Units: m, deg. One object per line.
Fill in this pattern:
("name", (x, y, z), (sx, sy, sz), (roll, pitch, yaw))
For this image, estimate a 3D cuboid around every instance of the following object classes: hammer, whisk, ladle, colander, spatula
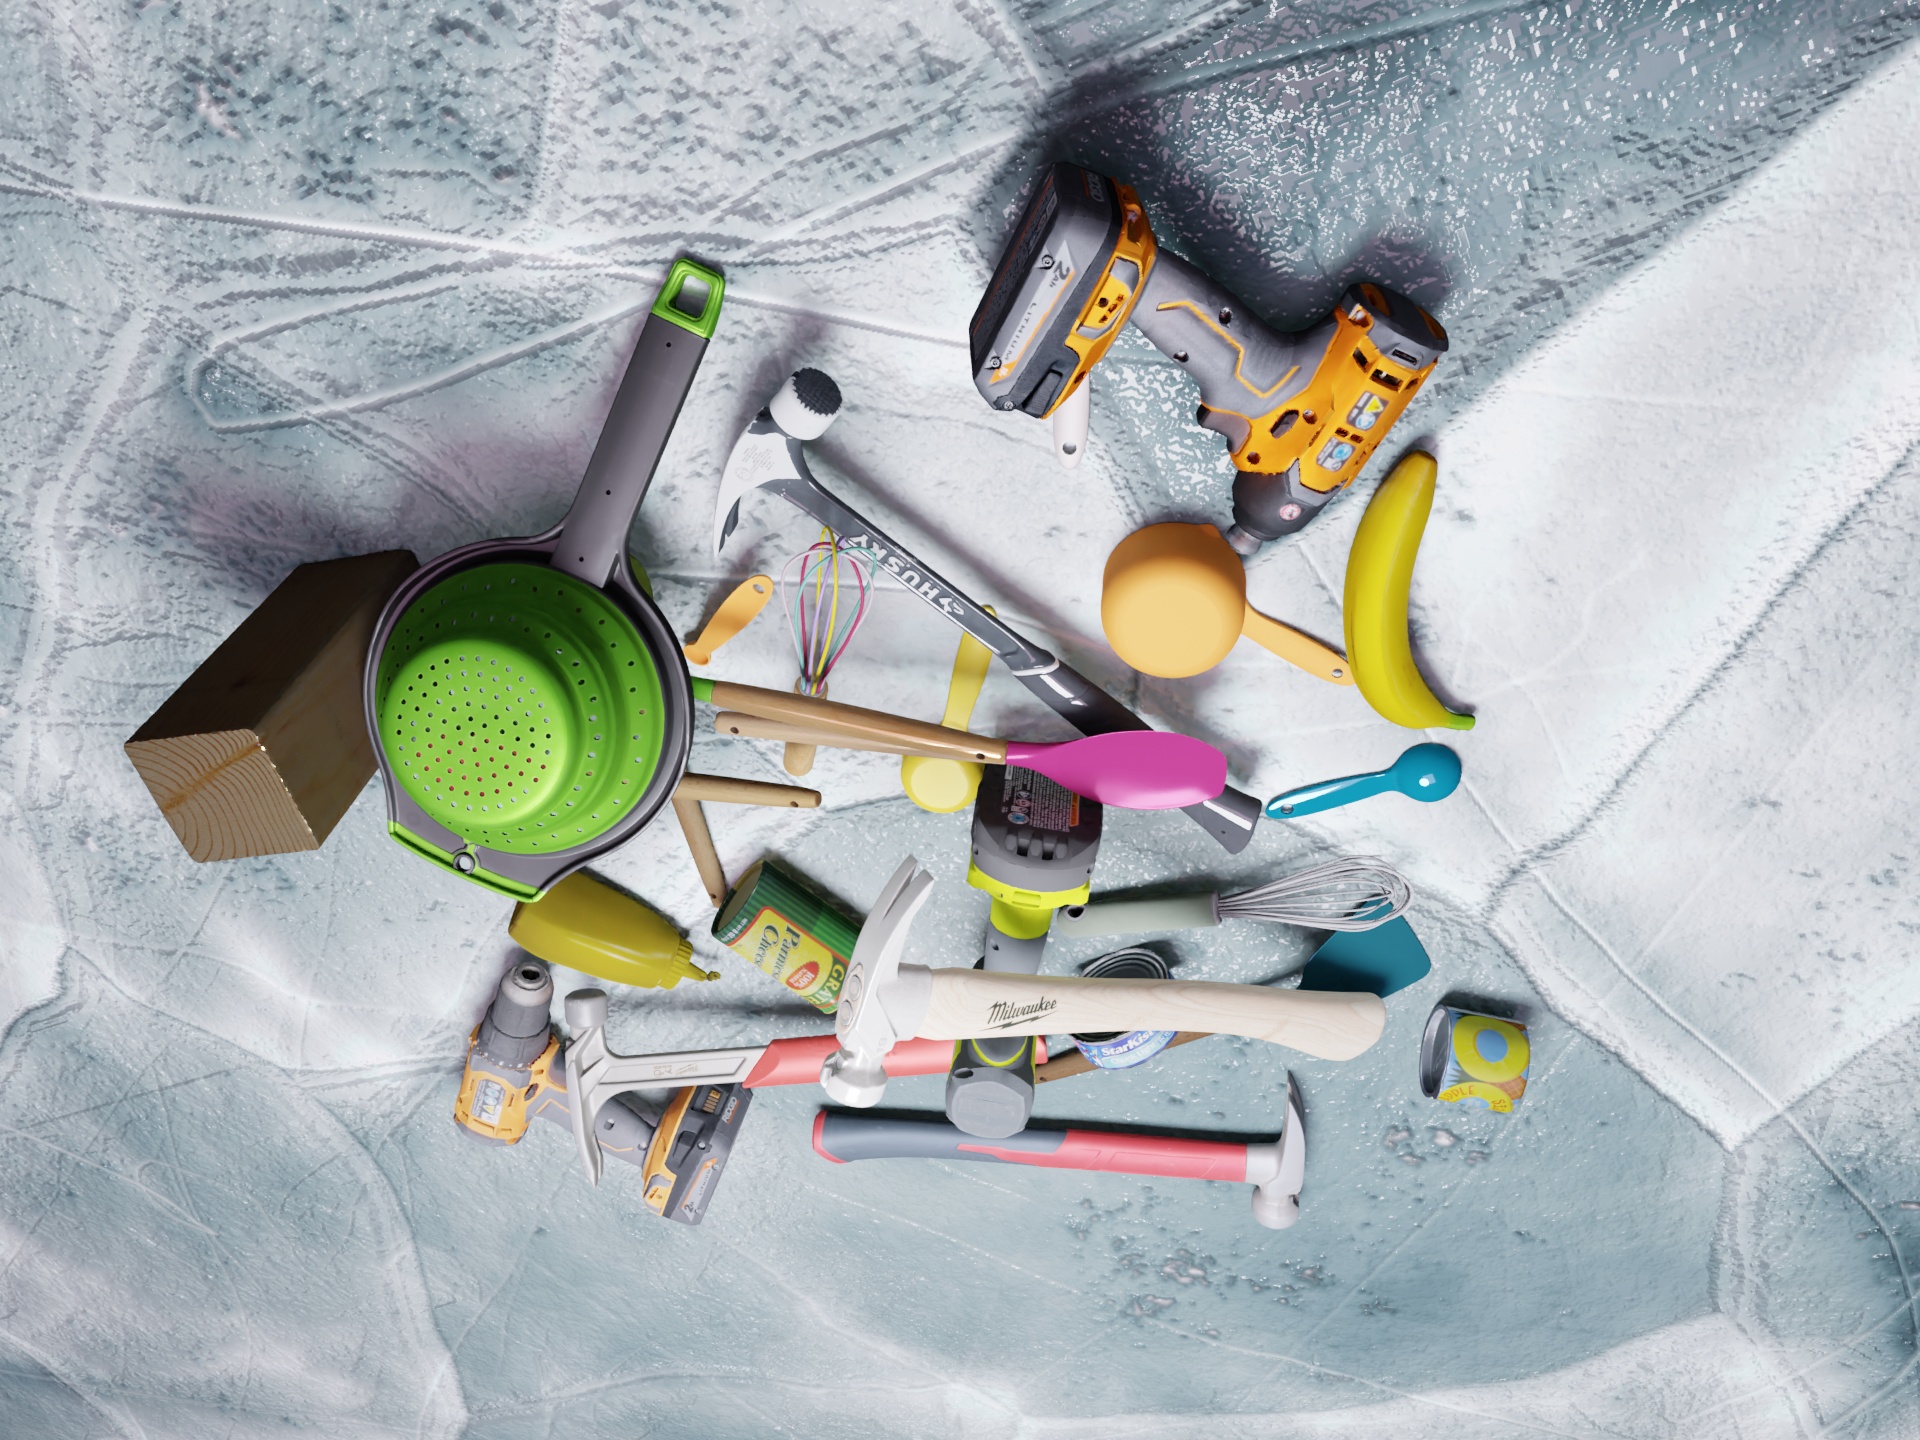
("hammer", (0.115, 0.170, 0.991), (0.410, 0.038, 0.146), (8, 108, -32))
("hammer", (0.026, -0.042, 0.971), (0.408, 0.036, 0.149), (37, 139, -14))
("whisk", (-0.089, -0.036, 0.987), (0.047, 0.051, 0.244), (49, 151, 19))
("hammer", (-0.114, 0.263, 1.192), (0.359, 0.037, 0.149), (-4, 98, 1))
("ladle", (-0.208, 0.016, 1.070), (0.078, 0.062, 0.319), (6, 130, 23))
("hammer", (0.073, 0.325, 1.248), (0.386, 0.038, 0.143), (2, 124, 9))
("colander", (-0.230, -0.073, 0.900), (0.204, 0.094, 0.397), (25, 101, 0))
("ladle", (-0.232, 0.038, 1.066), (0.315, 0.031, 0.069), (4, 138, 24))
("spatula", (0.182, 0.214, 1.162), (0.317, 0.044, 0.082), (-24, 119, 29))
("whisk", (0.183, 0.127, 1.086), (0.246, 0.058, 0.059), (-8, 131, 21))

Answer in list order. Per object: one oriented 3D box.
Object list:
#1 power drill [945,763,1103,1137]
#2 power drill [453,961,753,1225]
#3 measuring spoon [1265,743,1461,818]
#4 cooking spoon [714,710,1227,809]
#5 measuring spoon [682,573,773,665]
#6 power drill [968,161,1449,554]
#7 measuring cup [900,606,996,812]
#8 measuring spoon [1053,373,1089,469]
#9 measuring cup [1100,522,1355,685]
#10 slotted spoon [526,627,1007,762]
("power drill", (0.036, 0.138, 1.054), (0.080, 0.171, 0.223), (10, 117, 1))
("power drill", (-0.285, 0.293, 1.266), (0.226, 0.084, 0.185), (22, 124, -1))
("measuring spoon", (0.260, 0.049, 1.029), (0.128, 0.021, 0.042), (-16, 120, 19))
("cooking spoon", (0.003, 0.016, 0.980), (0.319, 0.017, 0.068), (6, 135, 8))
("measuring spoon", (-0.146, -0.065, 1.009), (0.021, 0.011, 0.117), (36, 141, -14))
("power drill", (0.121, -0.181, 0.846), (0.226, 0.084, 0.164), (18, 126, -17))
("measuring cup", (-0.002, -0.003, 1.034), (0.062, 0.029, 0.156), (15, 125, -1))
("measuring spoon", (0.063, -0.195, 0.894), (0.034, 0.018, 0.124), (4, 125, 7))
("measuring cup", (0.164, -0.050, 0.957), (0.173, 0.052, 0.095), (26, 125, -6))
("slotted spoon", (-0.125, -0.013, 0.967), (0.314, 0.031, 0.070), (12, 139, 7))
